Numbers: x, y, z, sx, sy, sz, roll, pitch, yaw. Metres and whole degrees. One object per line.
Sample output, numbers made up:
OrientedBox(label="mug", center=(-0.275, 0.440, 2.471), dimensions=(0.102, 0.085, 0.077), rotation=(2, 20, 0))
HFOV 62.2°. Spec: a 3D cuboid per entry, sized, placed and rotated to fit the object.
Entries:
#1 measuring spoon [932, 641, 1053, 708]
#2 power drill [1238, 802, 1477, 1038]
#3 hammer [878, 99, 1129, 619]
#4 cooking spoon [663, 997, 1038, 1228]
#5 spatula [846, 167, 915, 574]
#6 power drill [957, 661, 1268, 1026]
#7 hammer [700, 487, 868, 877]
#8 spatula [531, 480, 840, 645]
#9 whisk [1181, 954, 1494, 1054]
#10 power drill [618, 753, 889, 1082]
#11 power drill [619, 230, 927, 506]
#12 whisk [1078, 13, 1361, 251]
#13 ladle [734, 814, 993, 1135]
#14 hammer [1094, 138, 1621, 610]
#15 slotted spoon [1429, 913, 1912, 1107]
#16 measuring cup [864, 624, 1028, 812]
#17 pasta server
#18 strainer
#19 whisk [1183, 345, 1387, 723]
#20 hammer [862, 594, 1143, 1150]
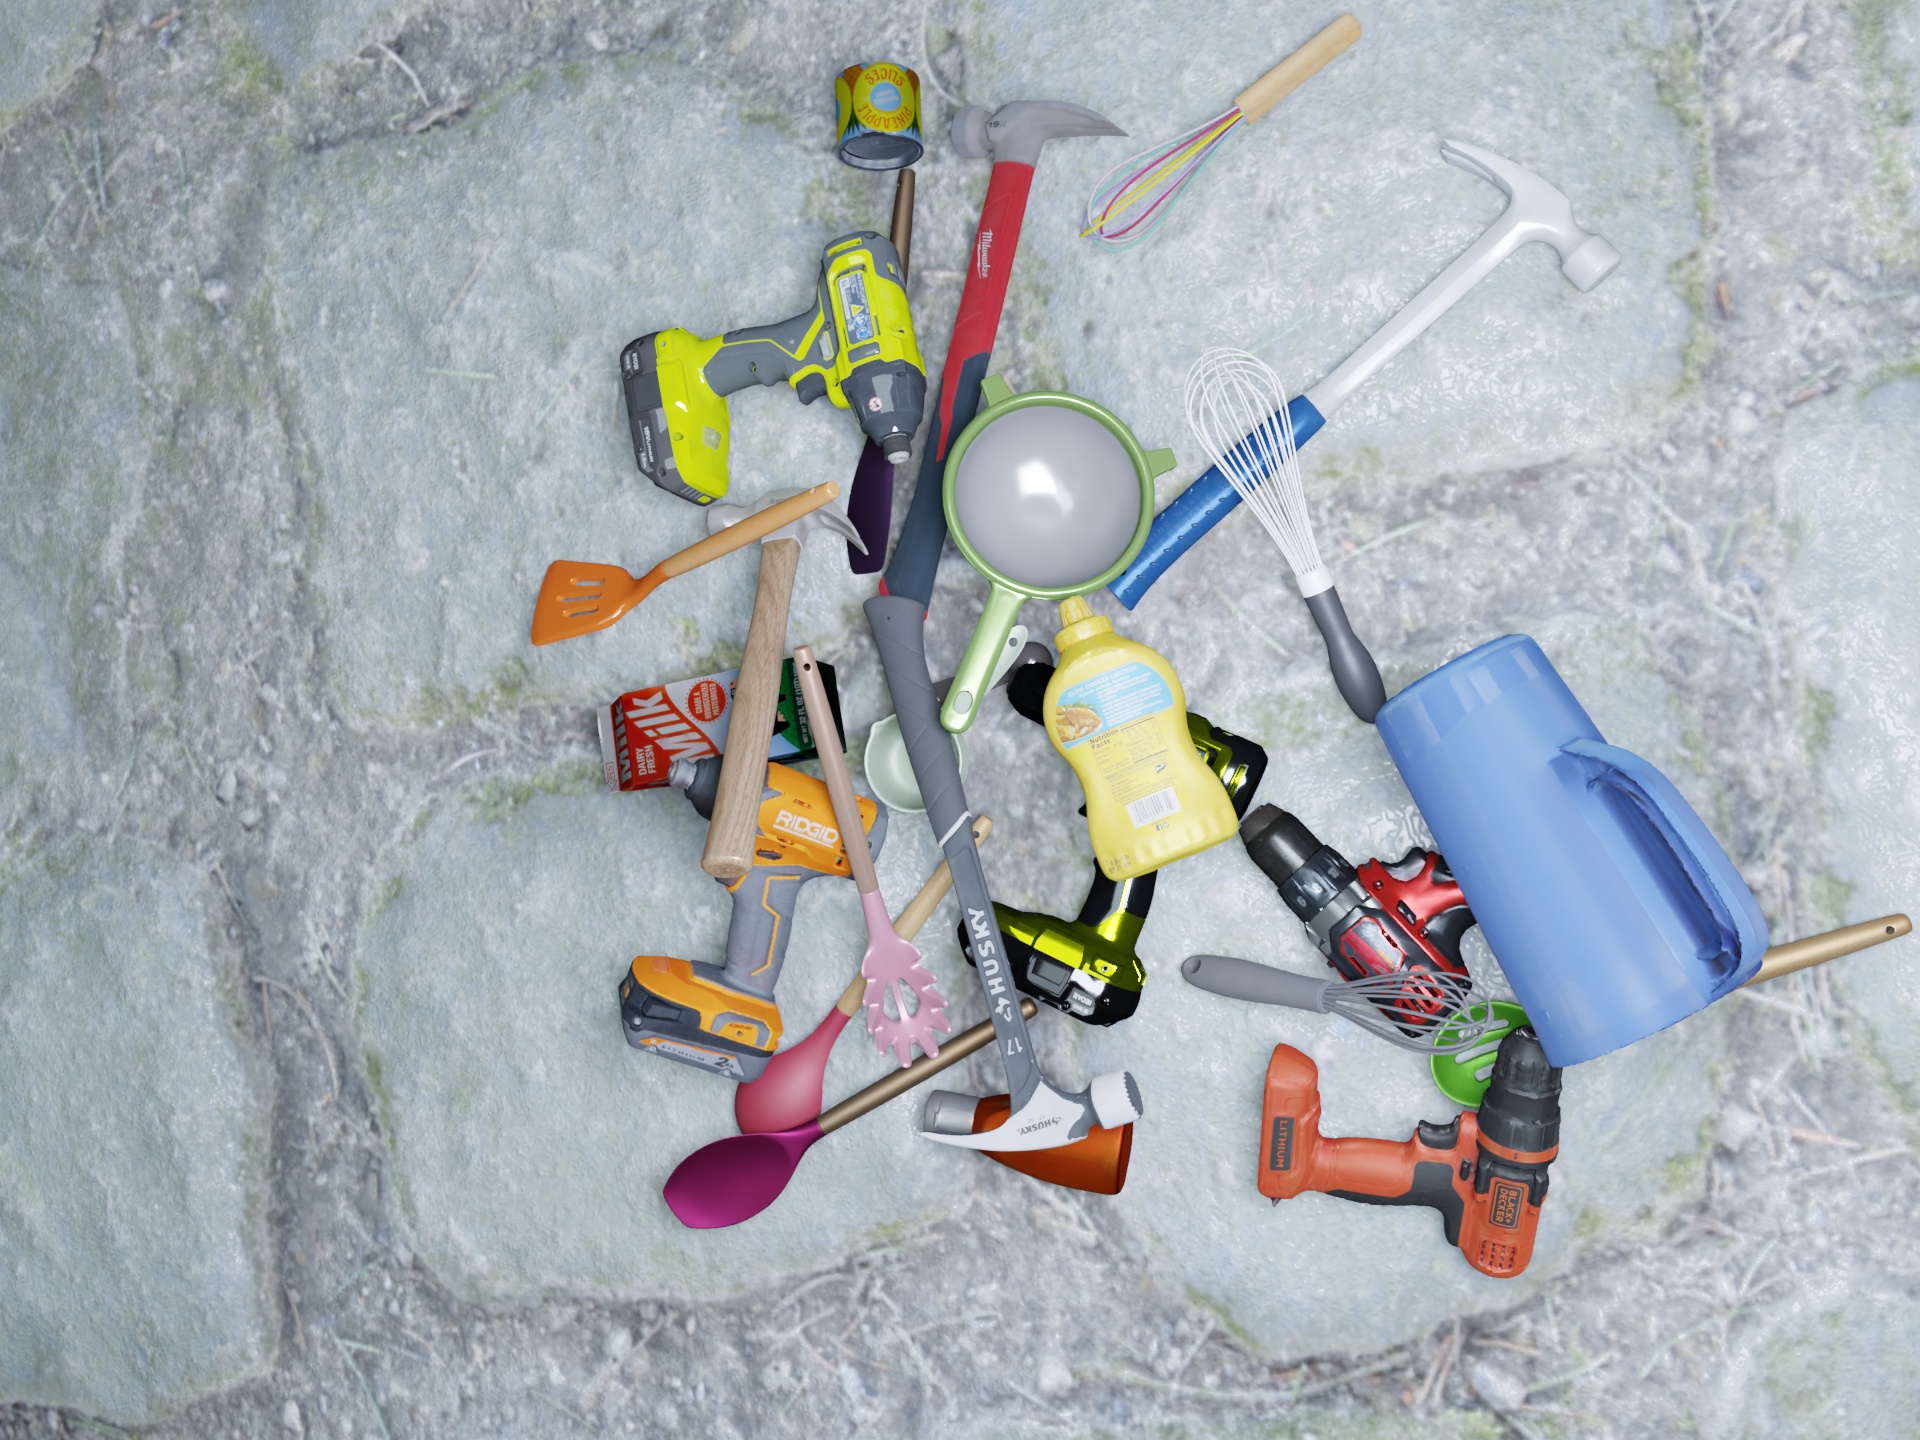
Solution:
OrientedBox(label="measuring spoon", center=(0.010, -0.028, 1.192), dimensions=(0.124, 0.018, 0.034), rotation=(-19, 83, 15))
OrientedBox(label="power drill", center=(0.319, 0.077, 1.072), dimensions=(0.226, 0.080, 0.188), rotation=(-45, 76, 12))
OrientedBox(label="hammer", center=(0.016, -0.261, 1.175), dimensions=(0.143, 0.038, 0.386), rotation=(16, 95, 38))
OrientedBox(label="cooking spoon", center=(-0.081, 0.290, 1.187), dimensions=(0.319, 0.017, 0.068), rotation=(-31, 102, 6))
OrientedBox(label="spatula", center=(-0.058, -0.268, 1.218), dimensions=(0.060, 0.018, 0.316), rotation=(2, 84, 52))
OrientedBox(label="power drill", center=(0.089, 0.082, 1.136), dimensions=(0.190, 0.080, 0.228), rotation=(24, 91, 15))
OrientedBox(label="hammer", center=(-0.141, -0.038, 1.146), dimensions=(0.130, 0.031, 0.332), rotation=(-8, 54, 18))
OrientedBox(label="spatula", center=(-0.212, -0.125, 1.198), dimensions=(0.322, 0.041, 0.081), rotation=(-18, 55, 39))
OrientedBox(label="whisk", center=(0.243, 0.180, 1.057), dimensions=(0.239, 0.055, 0.055), rotation=(3, 88, 46))
OrientedBox(label="power drill", center=(-0.170, 0.137, 1.171), dimensions=(0.164, 0.084, 0.226), rotation=(23, 97, -20))
OrientedBox(label="power drill", center=(-0.136, -0.250, 1.198), dimensions=(0.223, 0.080, 0.171), rotation=(-16, 77, 20))
OrientedBox(label="whisk", center=(0.186, -0.424, 1.150), dimensions=(0.245, 0.047, 0.051), rotation=(-36, 77, 8))
OrientedBox(label="ladle", center=(-0.071, 0.199, 1.201), dimensions=(0.069, 0.031, 0.315), rotation=(37, 96, 7))
OrientedBox(label="hammer", center=(0.254, -0.233, 1.124), dimensions=(0.405, 0.035, 0.144), rotation=(-42, 78, 10))
OrientedBox(label="slotted spoon", center=(0.463, 0.184, 1.049), dimensions=(0.314, 0.031, 0.070), rotation=(-21, 88, 12))
OrientedBox(label="measuring cup", center=(-0.002, -0.004, 1.184), dimensions=(0.083, 0.038, 0.167), rotation=(42, 98, 13))
OrientedBox(label="pasta server", center=(-0.070, 0.098, 1.131), dimensions=(0.060, 0.040, 0.316), rotation=(-17, 106, -10))
OrientedBox(label="strainer", center=(0.040, -0.107, 1.139), dimensions=(0.151, 0.069, 0.256), rotation=(23, 83, -1))
OrientedBox(label="whisk", center=(0.230, -0.125, 1.092), dimensions=(0.070, 0.070, 0.284), rotation=(-24, 99, 13))
OrientedBox(label="hammer", center=(-0.003, 0.098, 1.109), dimensions=(0.149, 0.036, 0.409), rotation=(-22, 72, 17))
